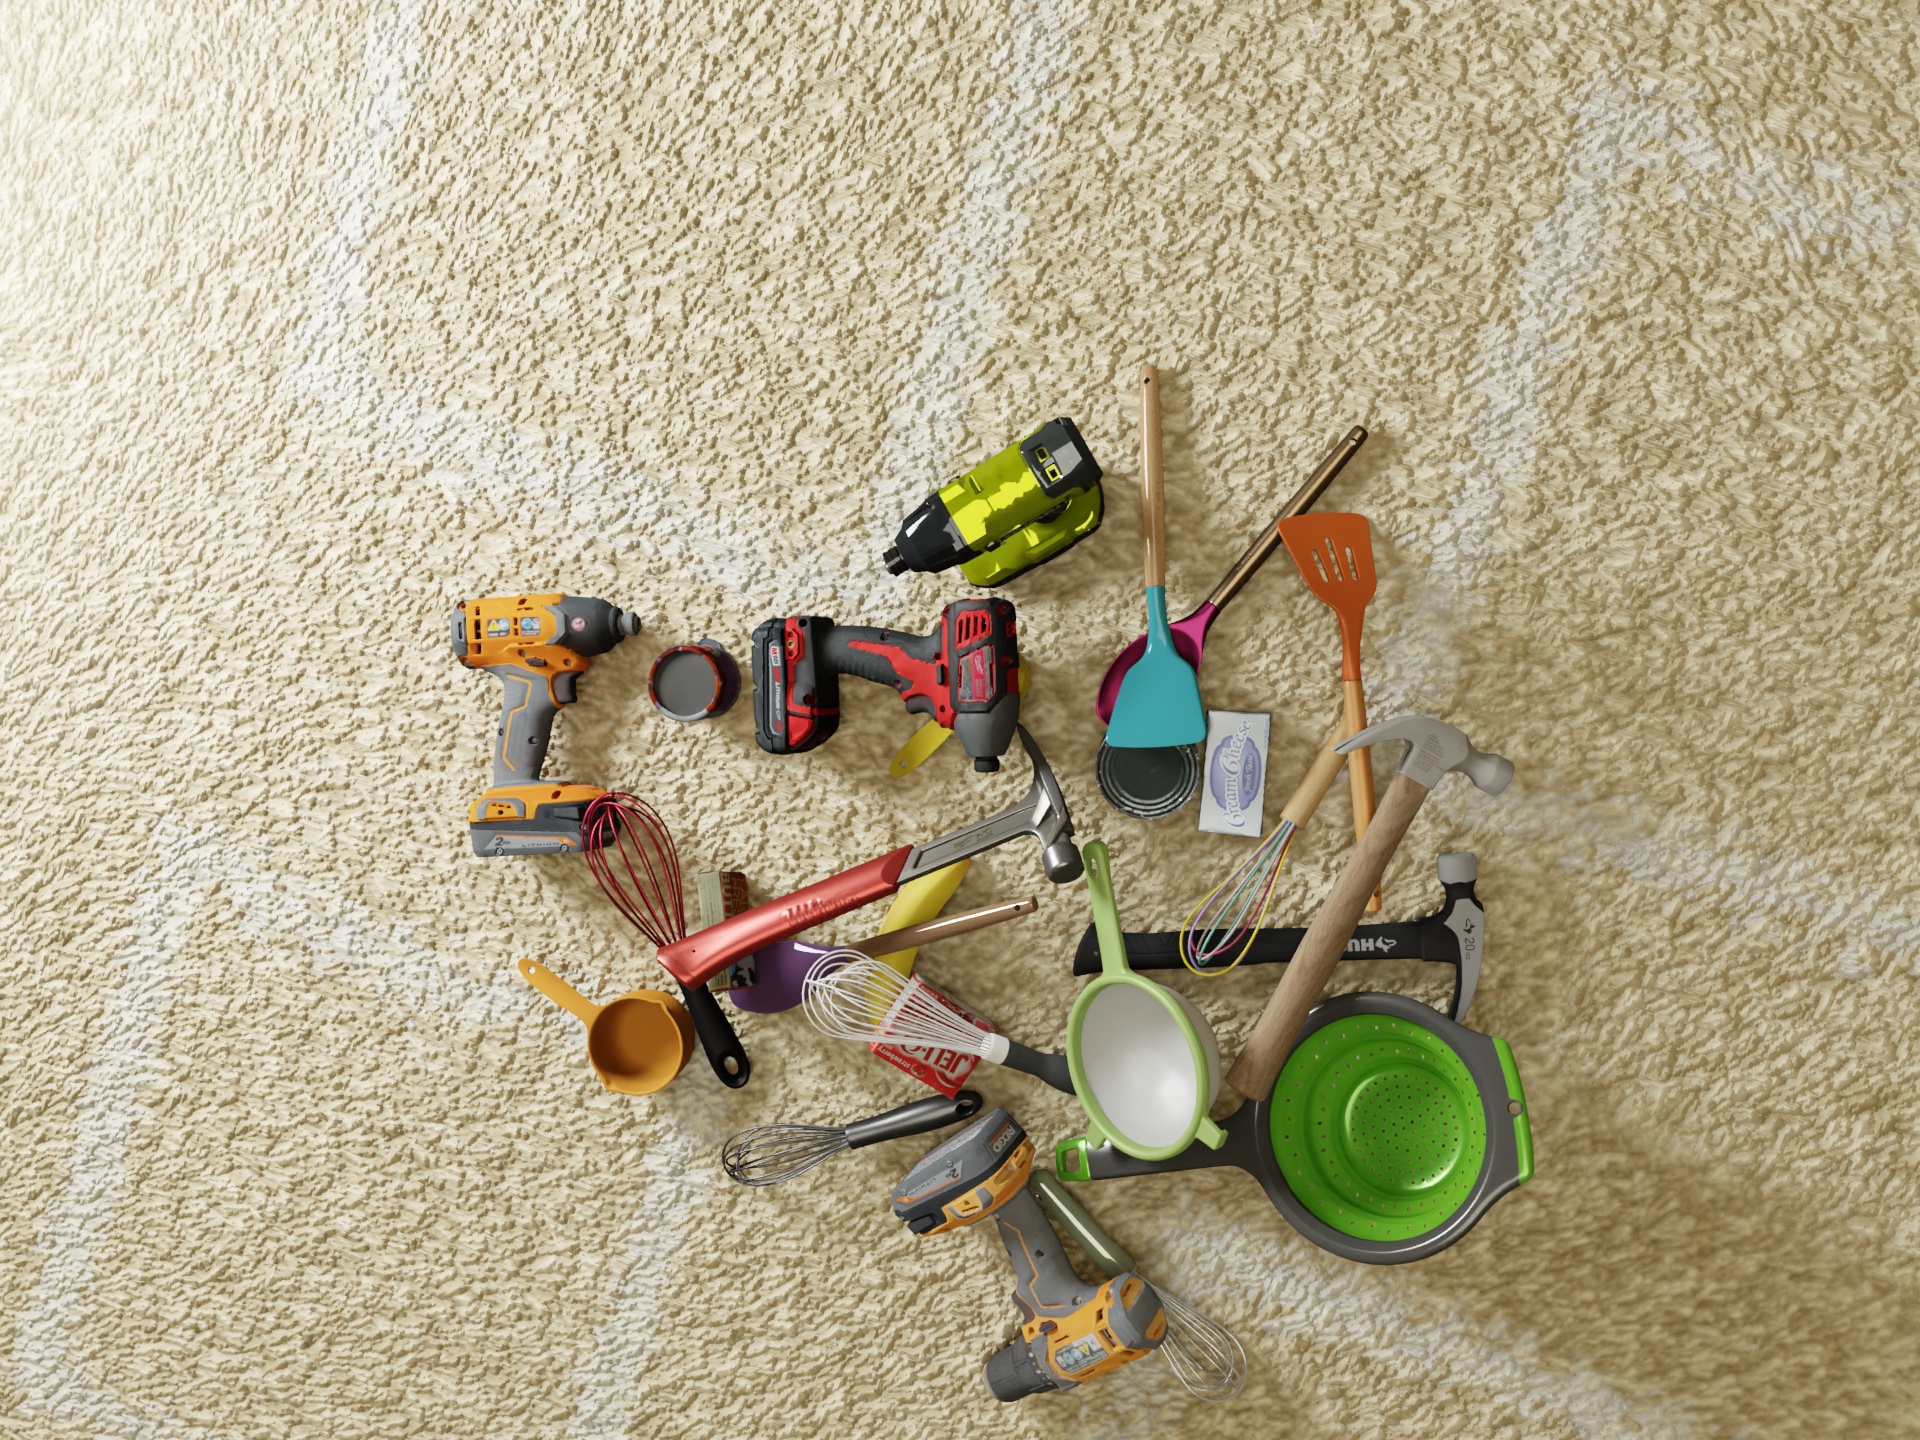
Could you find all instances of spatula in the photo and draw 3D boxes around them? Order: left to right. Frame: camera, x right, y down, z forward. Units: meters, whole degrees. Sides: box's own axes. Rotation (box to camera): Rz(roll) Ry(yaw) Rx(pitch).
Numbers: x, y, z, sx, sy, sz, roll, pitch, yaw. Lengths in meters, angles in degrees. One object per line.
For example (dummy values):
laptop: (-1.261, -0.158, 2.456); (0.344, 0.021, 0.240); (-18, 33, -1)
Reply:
spatula: (-0.073, 0.193, 1.341); (0.316, 0.018, 0.060); (-19, 83, 27)
spatula: (0.158, -0.136, 1.298); (0.082, 0.044, 0.317); (-3, 86, 21)
spatula: (0.313, -0.008, 1.276); (0.081, 0.041, 0.322); (-6, 92, -15)

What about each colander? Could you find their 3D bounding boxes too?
colander: (0.269, 0.341, 1.298); (0.397, 0.094, 0.205); (-15, 68, 28)

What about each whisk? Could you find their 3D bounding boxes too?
whisk: (-0.245, 0.193, 1.362); (0.073, 0.073, 0.295); (-18, 108, 10)
whisk: (-0.095, 0.358, 1.381); (0.239, 0.055, 0.055); (-17, 90, 6)
whisk: (0.000, 0.261, 1.310); (0.284, 0.070, 0.070); (24, 98, -18)
whisk: (0.147, 0.474, 1.346); (0.059, 0.057, 0.246); (-41, 81, -22)
whisk: (0.252, 0.099, 1.284); (0.047, 0.051, 0.245); (28, 81, 37)

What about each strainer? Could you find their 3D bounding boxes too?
strainer: (0.150, 0.221, 1.291); (0.151, 0.069, 0.256); (-19, 79, 49)

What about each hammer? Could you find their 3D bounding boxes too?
hammer: (-0.083, 0.128, 1.312); (0.359, 0.036, 0.149); (-23, 52, 4)
hammer: (0.259, 0.192, 1.314); (0.335, 0.035, 0.146); (-4, 92, 10)
hammer: (0.298, 0.146, 1.247); (0.130, 0.031, 0.331); (29, 91, -4)

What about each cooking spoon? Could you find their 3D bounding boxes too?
cooking spoon: (0.226, -0.114, 1.311); (0.069, 0.017, 0.319); (41, 99, 8)

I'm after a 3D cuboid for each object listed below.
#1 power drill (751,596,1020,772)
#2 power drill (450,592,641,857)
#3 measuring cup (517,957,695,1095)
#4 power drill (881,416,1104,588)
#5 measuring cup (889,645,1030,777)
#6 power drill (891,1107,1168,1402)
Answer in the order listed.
power drill: (-0.057, -0.026, 1.321); (0.220, 0.078, 0.143); (-2, 93, 17)
power drill: (-0.354, 0.001, 1.389); (0.164, 0.084, 0.226); (-4, 89, 8)
measuring cup: (-0.313, 0.258, 1.409); (0.173, 0.052, 0.095); (33, 98, 8)
power drill: (0.032, -0.160, 1.238); (0.171, 0.223, 0.080); (-30, 88, 10)
measuring cup: (-0.002, -0.004, 1.358); (0.156, 0.029, 0.062); (-43, 80, 20)
power drill: (0.040, 0.461, 1.335); (0.185, 0.084, 0.226); (-40, 86, 31)
